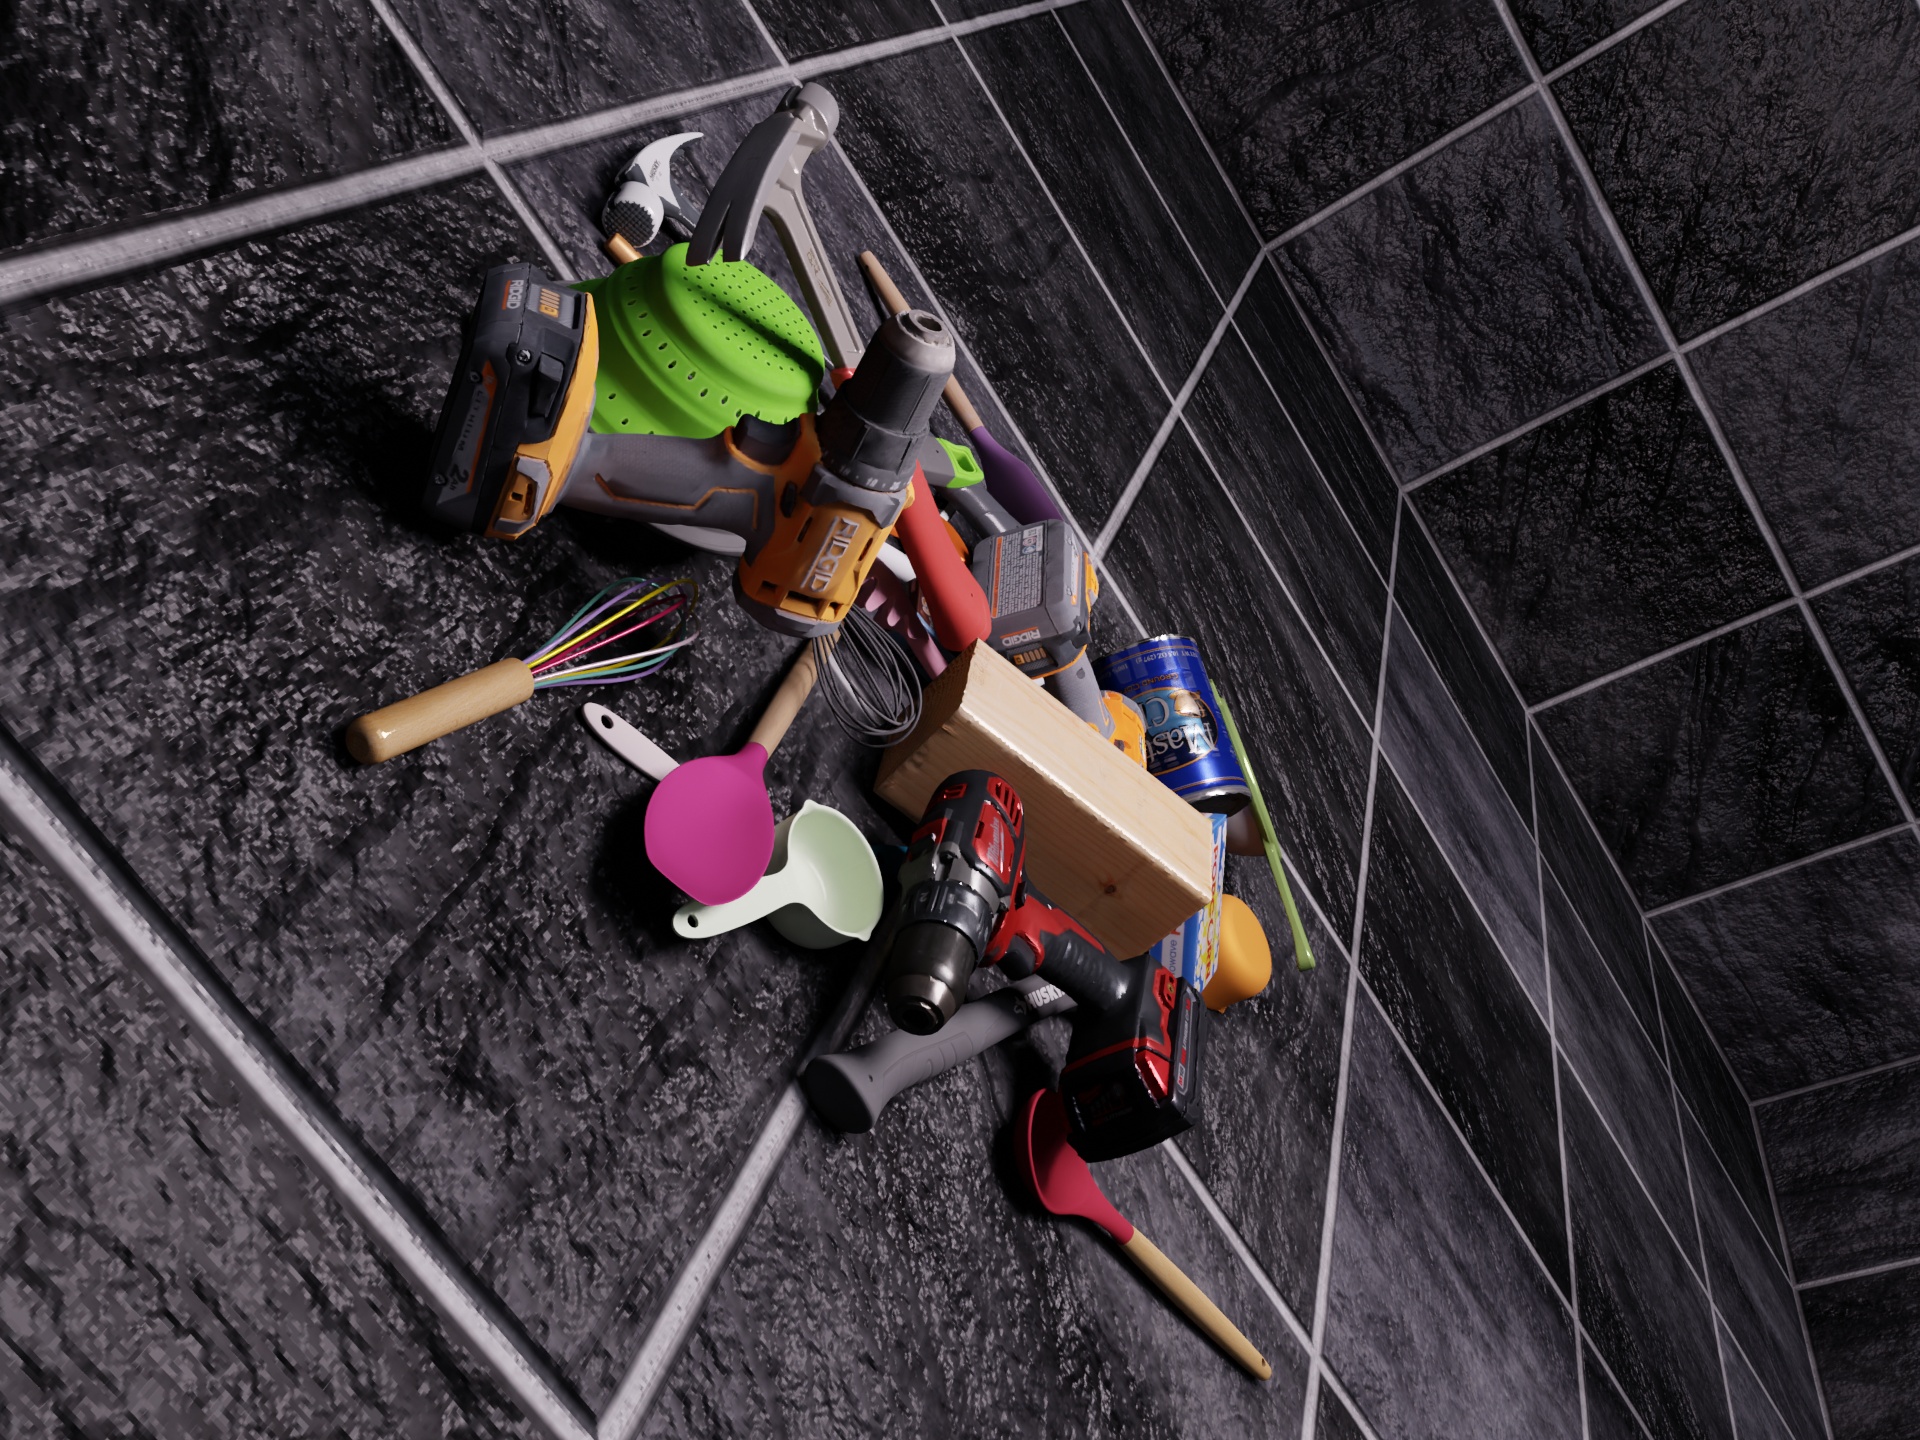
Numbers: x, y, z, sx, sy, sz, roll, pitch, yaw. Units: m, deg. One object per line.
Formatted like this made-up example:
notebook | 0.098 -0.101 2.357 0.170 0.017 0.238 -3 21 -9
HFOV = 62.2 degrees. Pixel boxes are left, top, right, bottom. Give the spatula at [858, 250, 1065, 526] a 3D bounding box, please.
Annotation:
spatula | -0.001 -0.251 1.277 0.018 0.059 0.316 -19 72 -43

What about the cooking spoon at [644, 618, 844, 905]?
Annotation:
cooking spoon | -0.108 0.007 0.888 0.068 0.017 0.319 40 27 -10

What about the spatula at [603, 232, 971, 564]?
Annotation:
spatula | -0.112 -0.210 1.073 0.322 0.041 0.081 44 12 -30

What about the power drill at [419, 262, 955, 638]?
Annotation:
power drill | -0.126 -0.143 0.771 0.226 0.185 0.084 16 39 -23

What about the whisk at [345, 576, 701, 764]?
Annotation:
whisk | -0.199 -0.029 0.765 0.051 0.047 0.245 62 30 -4

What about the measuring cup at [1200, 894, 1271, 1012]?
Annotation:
measuring cup | 0.233 0.179 1.320 0.173 0.052 0.095 -14 79 -60

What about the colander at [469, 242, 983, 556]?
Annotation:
colander | -0.094 -0.200 0.963 0.397 0.094 0.205 0 56 -51

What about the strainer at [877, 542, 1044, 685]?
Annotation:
strainer | -0.001 -0.089 1.163 0.258 0.050 0.087 27 88 -42

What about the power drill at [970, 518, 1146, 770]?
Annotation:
power drill | 0.078 -0.009 1.129 0.164 0.084 0.226 -85 155 -49

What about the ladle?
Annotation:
ladle | 0.119 0.339 1.012 0.315 0.031 0.069 50 39 -28

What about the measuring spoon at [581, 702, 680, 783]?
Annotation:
measuring spoon | -0.147 0.025 0.830 0.124 0.018 0.034 42 35 -36

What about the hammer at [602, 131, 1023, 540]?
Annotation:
hammer | -0.084 -0.252 1.142 0.408 0.036 0.149 42 32 -30

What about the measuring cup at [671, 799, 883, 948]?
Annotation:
measuring cup | -0.104 0.094 0.832 0.167 0.038 0.083 -14 78 -58

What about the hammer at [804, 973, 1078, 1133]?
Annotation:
hammer | 0.010 0.177 0.956 0.334 0.035 0.146 -5 72 -61

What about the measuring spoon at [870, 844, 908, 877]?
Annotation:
measuring spoon | -0.017 0.086 0.998 0.128 0.021 0.042 12 56 -58

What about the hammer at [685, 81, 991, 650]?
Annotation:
hammer | -0.050 -0.164 0.908 0.358 0.037 0.149 66 32 -45

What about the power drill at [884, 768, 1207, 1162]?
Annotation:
power drill | 0.044 0.156 0.915 0.226 0.080 0.188 49 31 -20

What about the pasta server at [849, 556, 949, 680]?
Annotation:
pasta server | -0.002 -0.003 1.086 0.040 0.060 0.316 -45 122 -15

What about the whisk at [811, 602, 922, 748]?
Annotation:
whisk | -0.090 -0.082 0.965 0.055 0.055 0.239 15 39 -55

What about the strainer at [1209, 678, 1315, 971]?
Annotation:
strainer | 0.232 0.103 1.350 0.151 0.069 0.257 59 15 -55
